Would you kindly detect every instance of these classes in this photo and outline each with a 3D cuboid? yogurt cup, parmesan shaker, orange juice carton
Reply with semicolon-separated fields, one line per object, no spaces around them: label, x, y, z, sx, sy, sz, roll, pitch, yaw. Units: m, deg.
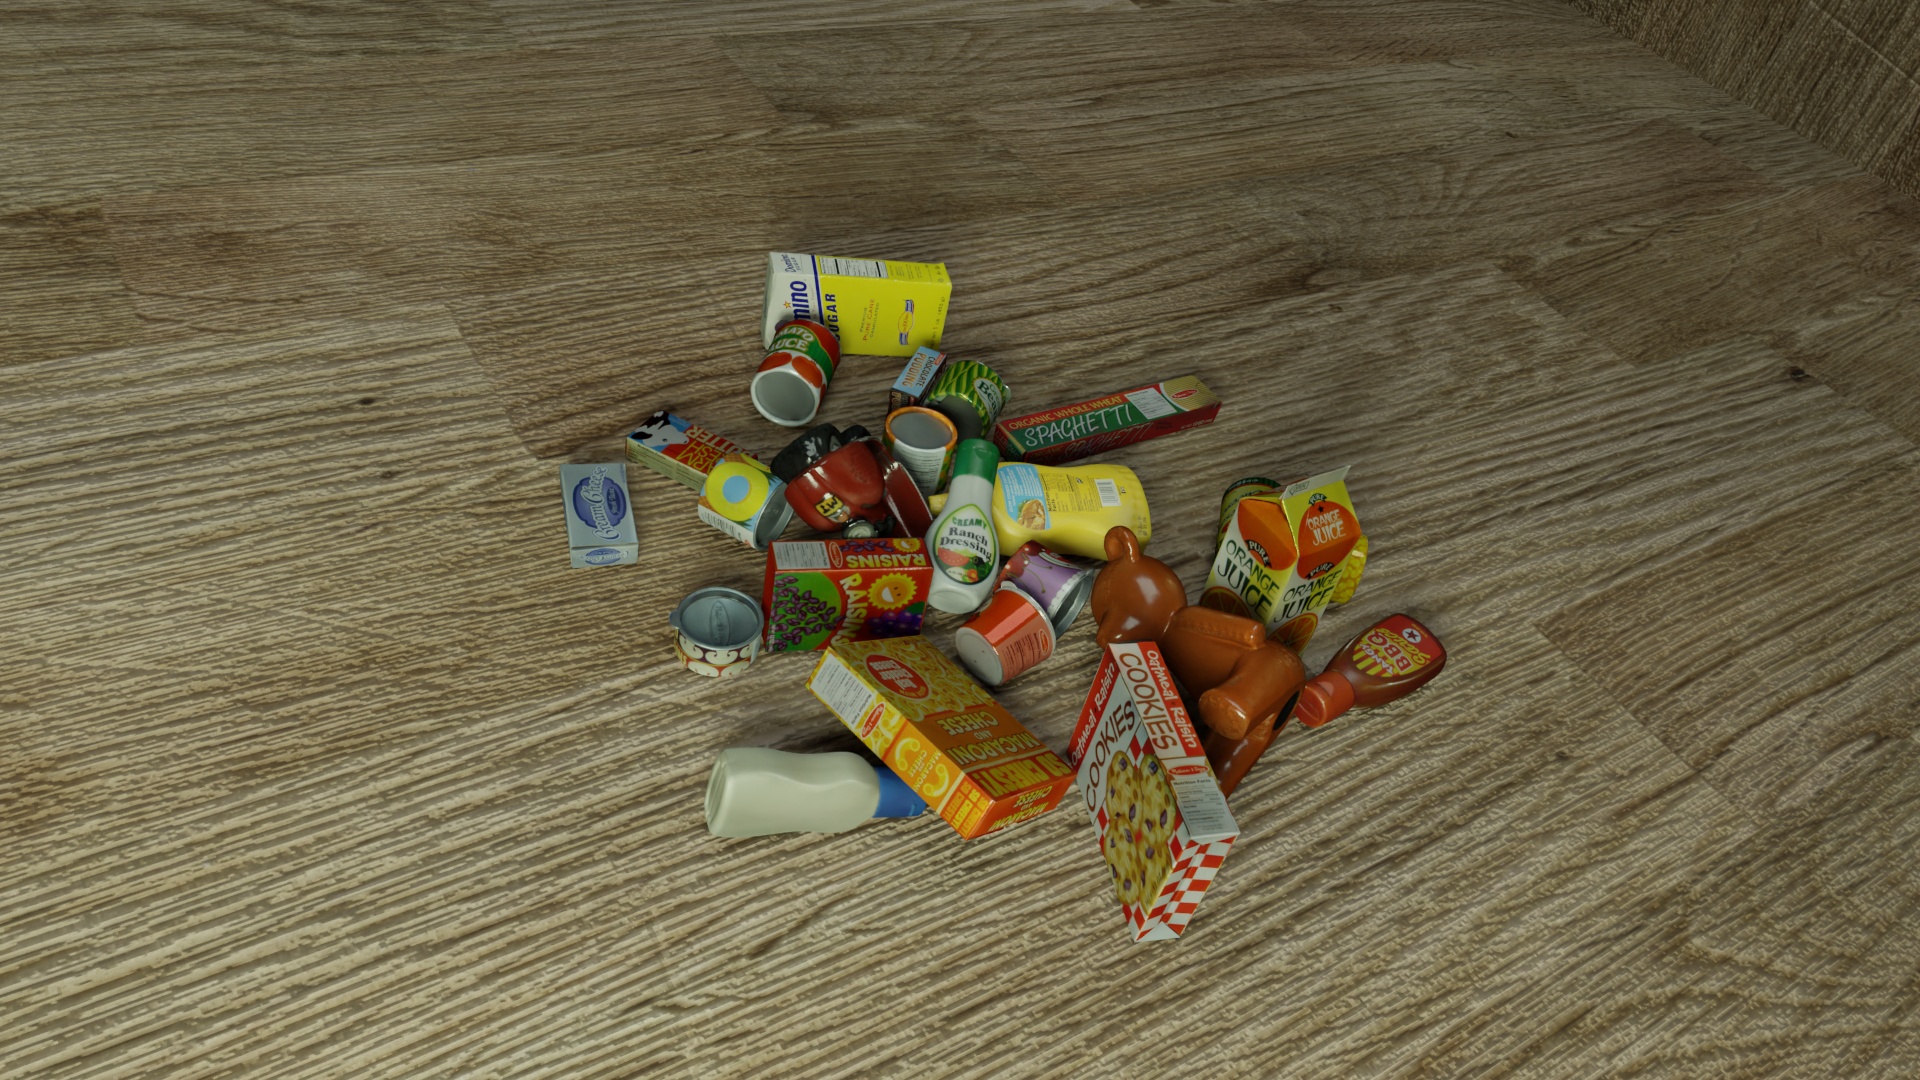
yogurt cup;0.033;0.078;1.088;0.054;0.072;0.072;-34;60;-31
parmesan shaker;0.259;-0.001;1.238;0.071;0.071;0.103;17;41;2
orange juice carton;0.256;0.020;1.117;0.072;0.191;0.073;-17;49;-29

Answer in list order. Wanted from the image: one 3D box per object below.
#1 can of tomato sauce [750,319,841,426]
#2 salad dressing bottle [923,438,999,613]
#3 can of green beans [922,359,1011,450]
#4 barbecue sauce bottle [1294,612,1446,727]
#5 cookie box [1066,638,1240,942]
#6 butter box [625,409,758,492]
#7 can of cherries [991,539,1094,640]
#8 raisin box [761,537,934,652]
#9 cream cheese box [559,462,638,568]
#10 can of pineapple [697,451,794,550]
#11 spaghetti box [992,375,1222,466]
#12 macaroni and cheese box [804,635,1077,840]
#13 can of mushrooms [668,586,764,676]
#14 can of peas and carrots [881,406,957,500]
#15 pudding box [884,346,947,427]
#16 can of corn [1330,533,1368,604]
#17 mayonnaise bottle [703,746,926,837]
can of tomato sauce;-0.153;-0.157;1.286;0.071;0.070;0.083;15;42;0
salad dressing bottle;0.004;-0.014;1.135;0.064;0.043;0.148;16;59;-10
can of green beans;0.003;-0.126;1.300;0.071;0.070;0.058;21;42;8
barbecue sauce bottle;0.335;0.111;1.151;0.149;0.043;0.065;-21;53;-33
cookie box;0.129;0.171;0.966;0.040;0.122;0.168;-1;43;-18
butter box;-0.233;-0.073;1.206;0.103;0.024;0.053;25;43;12
can of cherries;0.068;0.039;1.134;0.058;0.071;0.072;32;44;20
raisin box;-0.089;0.042;1.074;0.123;0.085;0.040;-1;39;-17
cream cheese box;-0.295;-0.023;1.132;0.053;0.024;0.104;-4;45;-19
can of pineapple;-0.174;-0.035;1.147;0.058;0.070;0.071;26;43;14
spaghetti box;0.146;-0.116;1.357;0.251;0.028;0.050;-16;50;-30
macaroni and cheese box;-0.013;0.136;0.992;0.167;0.040;0.124;40;20;25
can of mushrooms;-0.187;0.069;1.056;0.071;0.033;0.071;8;42;-8
can of peas and carrots;-0.040;-0.080;1.242;0.071;0.058;0.071;9;42;-8
pudding box;-0.042;-0.141;1.315;0.030;0.049;0.084;20;41;8
can of corn;0.321;0.020;1.232;0.058;0.070;0.071;17;41;2
mayonnaise bottle;-0.096;0.172;0.949;0.148;0.064;0.041;5;35;-26
